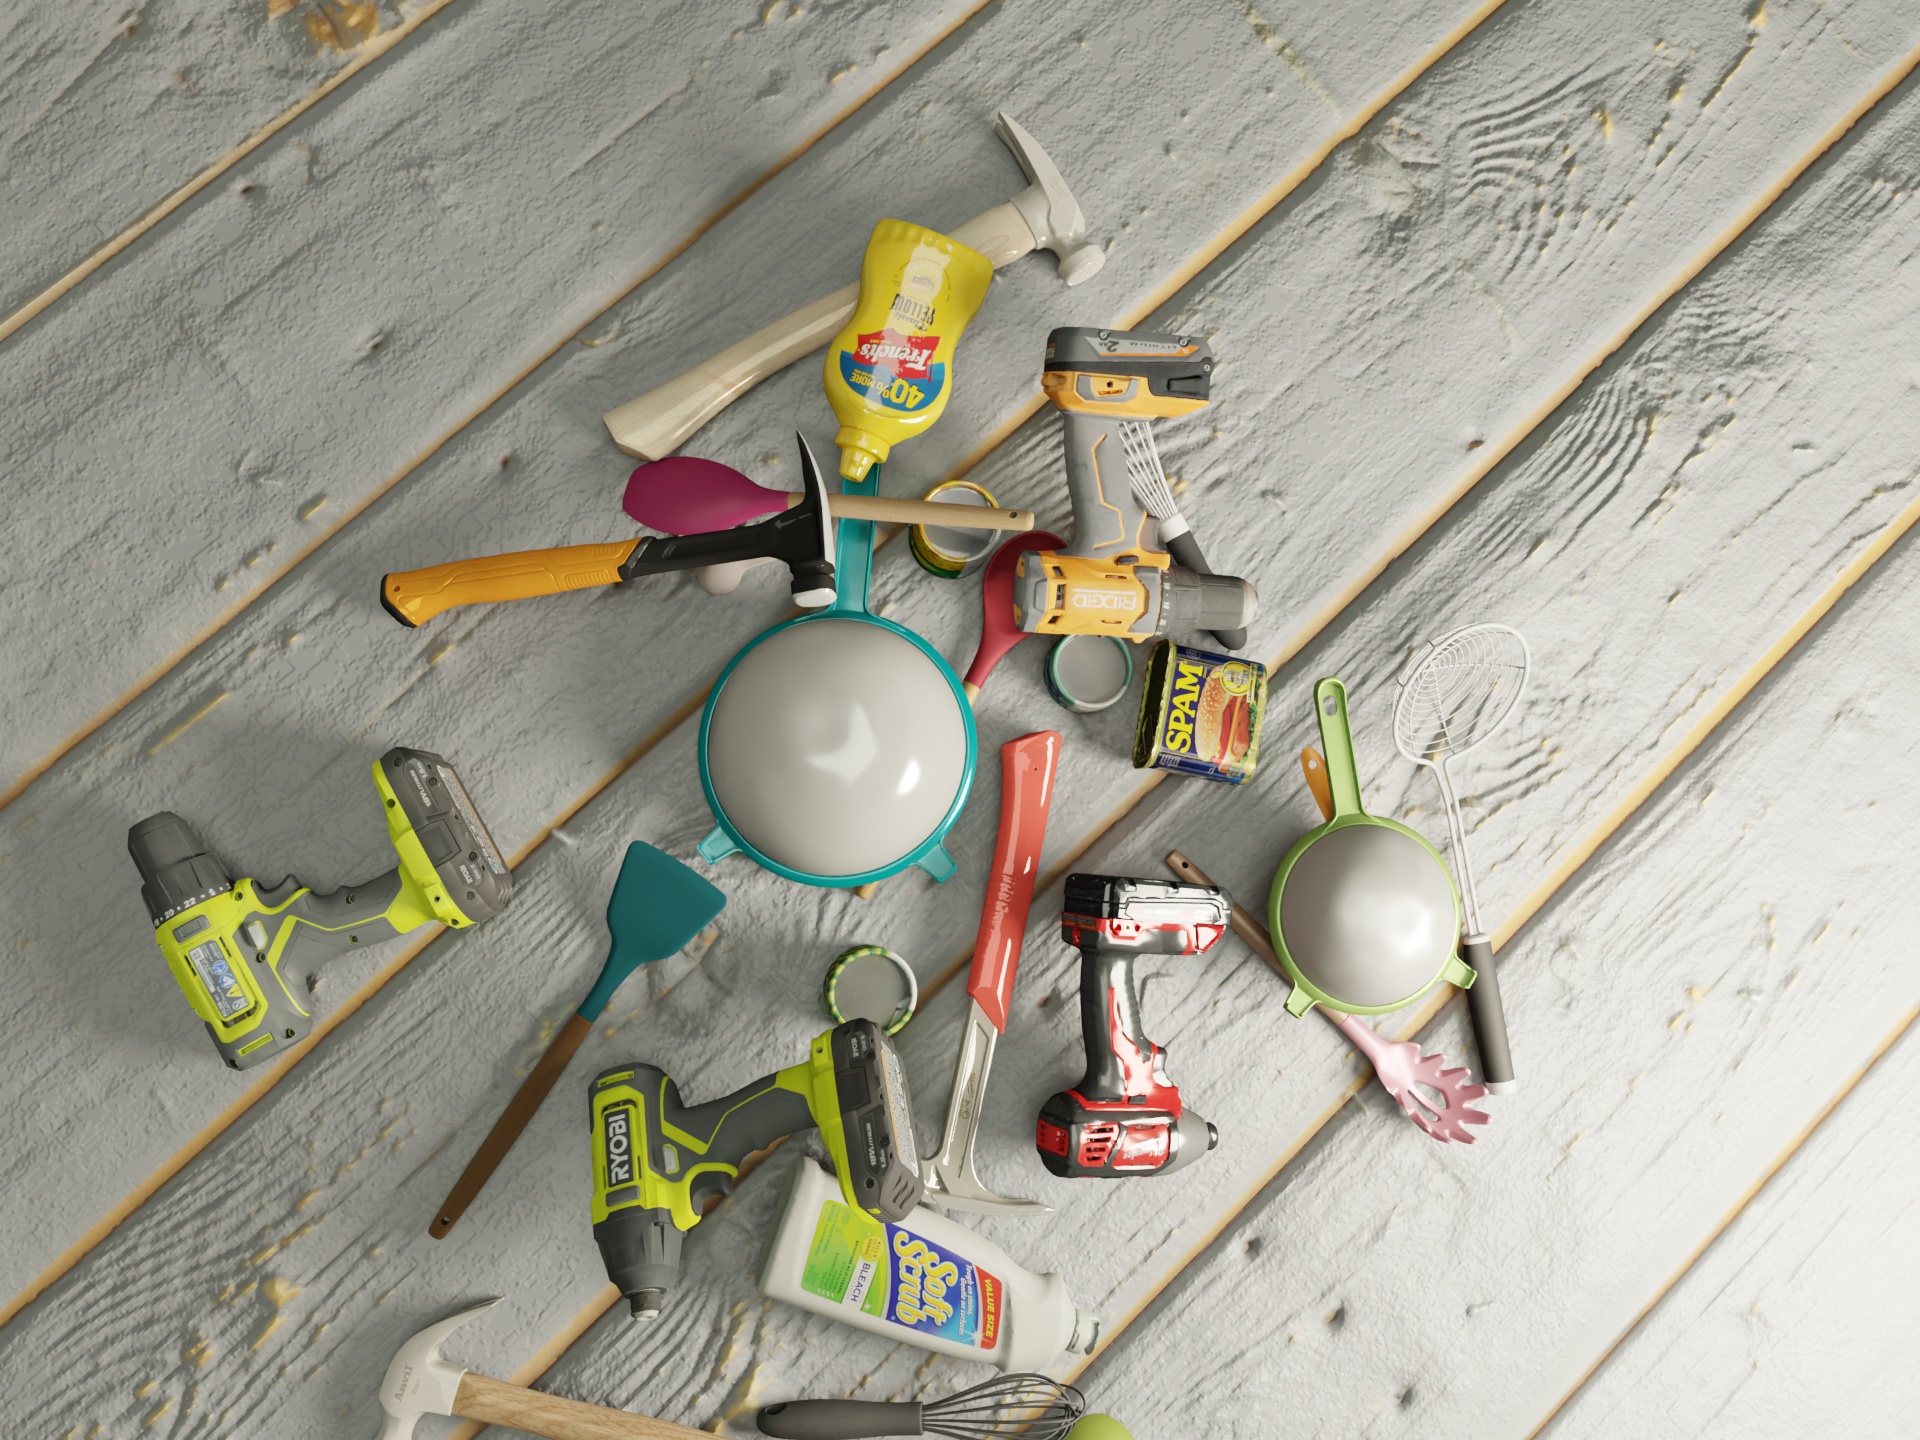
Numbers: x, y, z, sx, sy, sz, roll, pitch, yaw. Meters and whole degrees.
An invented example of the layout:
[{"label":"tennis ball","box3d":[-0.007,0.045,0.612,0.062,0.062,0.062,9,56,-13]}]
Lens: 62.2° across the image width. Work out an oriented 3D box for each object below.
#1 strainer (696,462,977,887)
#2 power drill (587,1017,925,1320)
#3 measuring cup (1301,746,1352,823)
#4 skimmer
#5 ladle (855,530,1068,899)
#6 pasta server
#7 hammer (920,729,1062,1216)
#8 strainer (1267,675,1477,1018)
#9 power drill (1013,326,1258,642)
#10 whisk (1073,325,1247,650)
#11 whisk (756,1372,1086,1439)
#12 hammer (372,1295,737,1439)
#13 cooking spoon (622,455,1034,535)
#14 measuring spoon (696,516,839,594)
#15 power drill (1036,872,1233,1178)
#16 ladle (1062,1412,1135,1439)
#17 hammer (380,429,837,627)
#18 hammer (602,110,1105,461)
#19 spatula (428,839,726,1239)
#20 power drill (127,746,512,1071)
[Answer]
[{"label":"strainer","box3d":[-0.088,-0.048,1.169,0.211,0.095,0.340,5,83,1]},{"label":"power drill","box3d":[-0.145,0.304,1.096,0.223,0.080,0.171,-17,57,7]},{"label":"measuring cup","box3d":[0.297,0.103,1.236,0.095,0.052,0.174,-22,85,-9]},{"label":"skimmer","box3d":[0.407,0.109,1.228,0.127,0.090,0.363,-7,86,-25]},{"label":"ladle","box3d":[-0.002,-0.004,1.222,0.069,0.031,0.315,28,83,-1]},{"label":"pasta server","box3d":[0.279,0.210,1.229,0.316,0.040,0.060,43,68,0]},{"label":"hammer","box3d":[0.034,0.184,1.193,0.149,0.037,0.359,17,78,-21]},{"label":"strainer","box3d":[0.300,0.092,1.175,0.151,0.069,0.256,-8,87,-8]},{"label":"power drill","box3d":[0.139,-0.171,1.186,0.185,0.084,0.226,3,100,-7]},{"label":"whisk","box3d":[0.150,-0.179,1.249,0.070,0.070,0.284,-30,93,-9]},{"label":"whisk","box3d":[-0.029,0.498,1.143,0.239,0.055,0.055,-4,84,5]},{"label":"hammer","box3d":[-0.242,0.500,1.122,0.331,0.031,0.130,15,81,-1]},{"label":"cooking spoon","box3d":[-0.102,-0.161,1.181,0.319,0.017,0.069,6,67,13]},{"label":"measuring spoon","box3d":[-0.145,-0.134,1.222,0.124,0.018,0.034,-27,88,-10]},{"label":"power drill","box3d":[0.135,0.228,1.179,0.143,0.078,0.220,7,85,-25]},{"label":"ladle","box3d":[-0.026,0.559,1.156,0.320,0.062,0.078,-5,91,-1]},{"label":"hammer","box3d":[-0.260,-0.123,1.163,0.337,0.034,0.127,-9,75,5]},{"label":"hammer","box3d":[-0.095,-0.327,1.241,0.410,0.038,0.146,-30,87,-9]},{"label":"spatula","box3d":[-0.289,0.237,1.150,0.082,0.044,0.317,34,82,-6]},{"label":"power drill","box3d":[-0.457,0.112,1.127,0.228,0.080,0.190,-29,88,-7]}]
